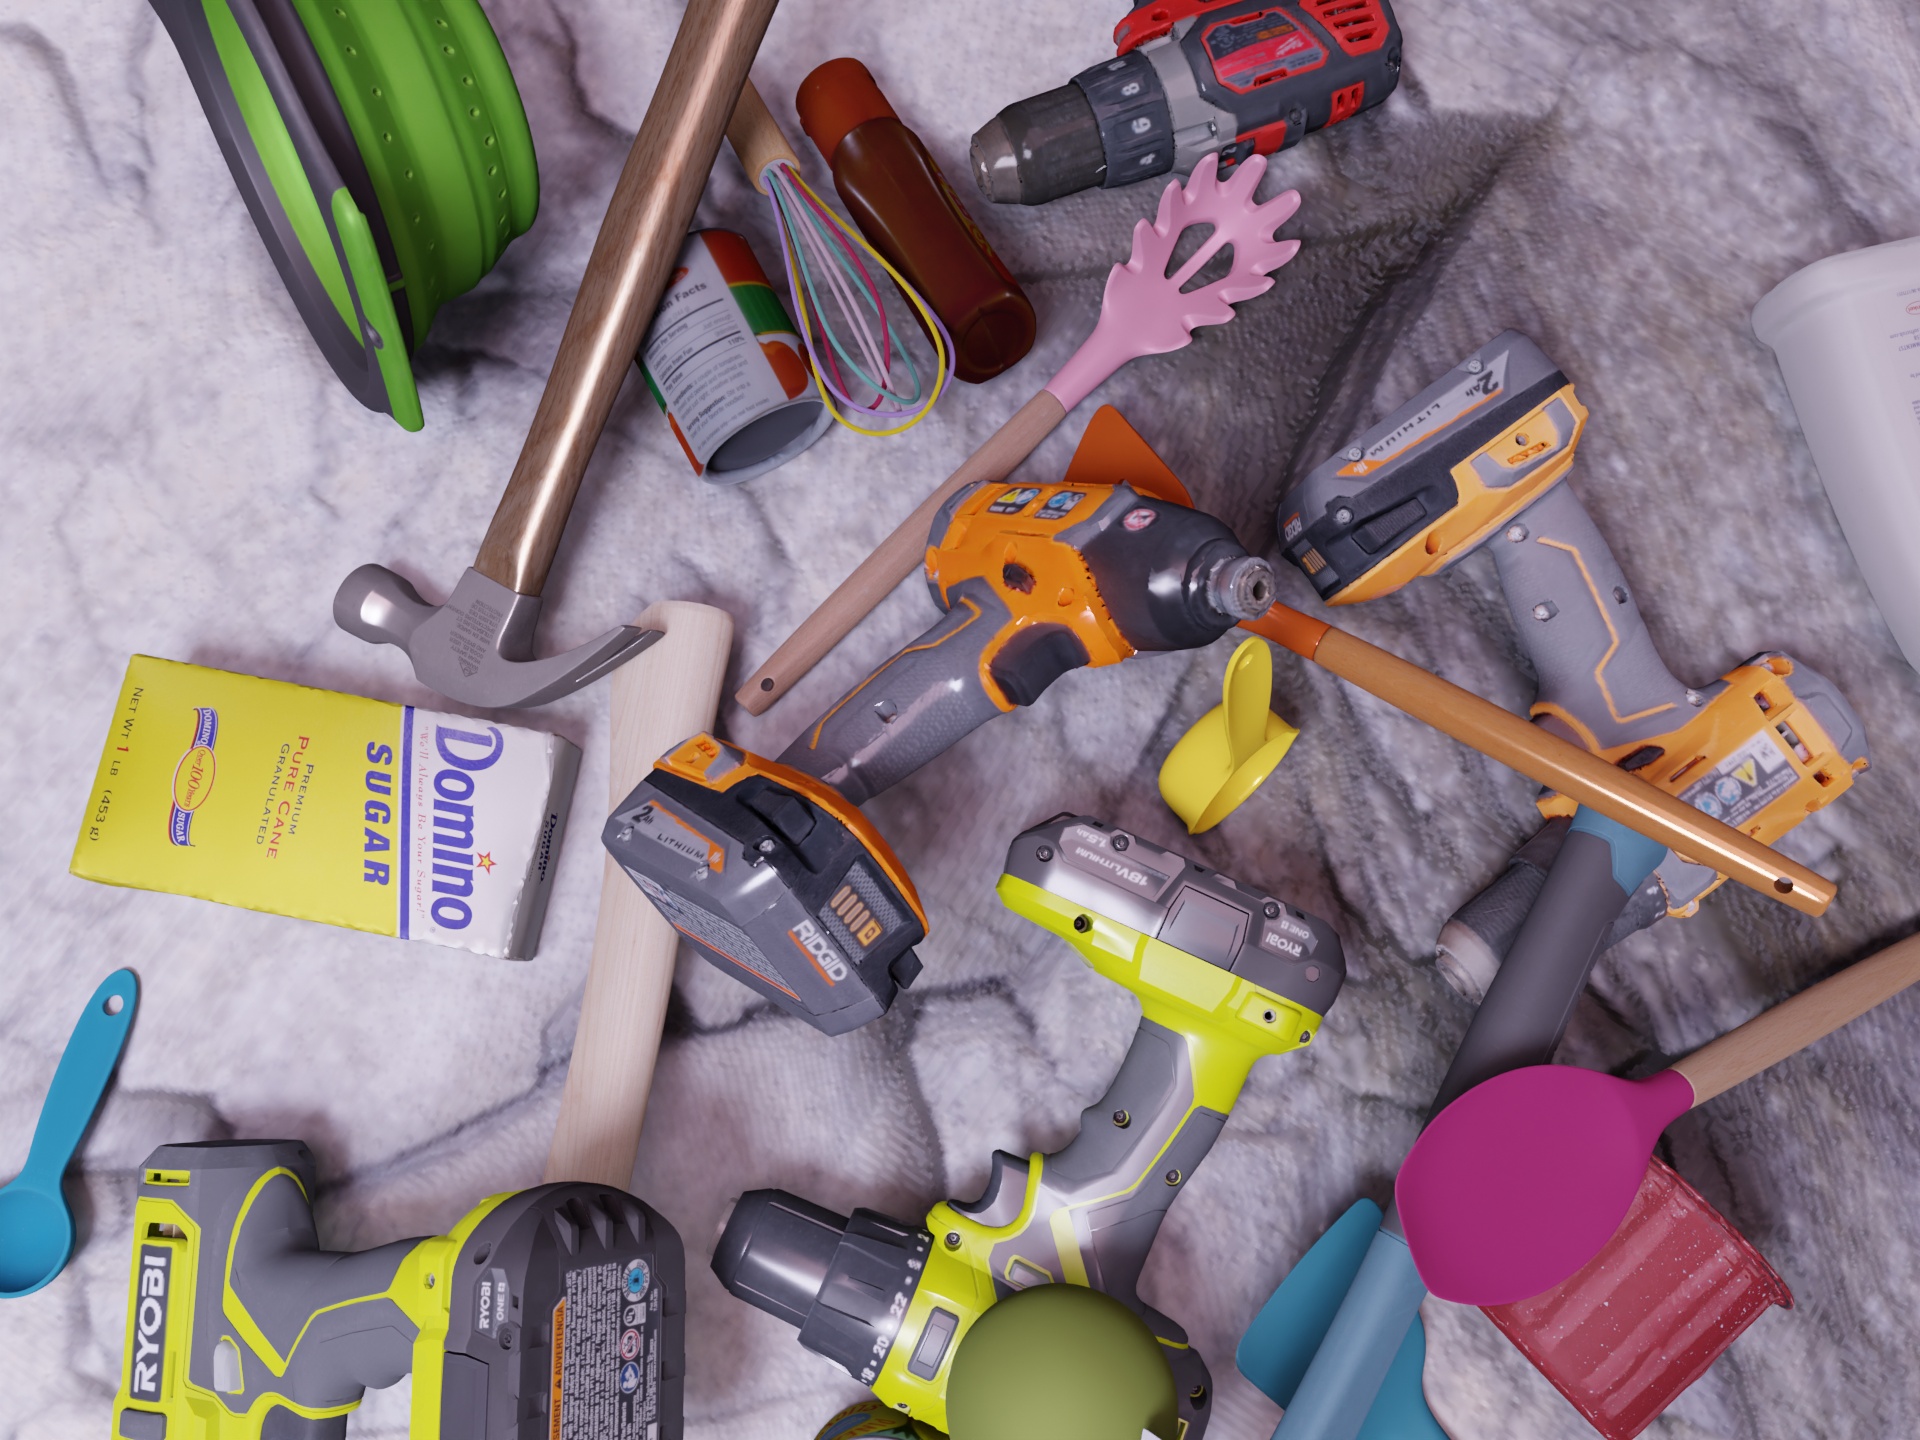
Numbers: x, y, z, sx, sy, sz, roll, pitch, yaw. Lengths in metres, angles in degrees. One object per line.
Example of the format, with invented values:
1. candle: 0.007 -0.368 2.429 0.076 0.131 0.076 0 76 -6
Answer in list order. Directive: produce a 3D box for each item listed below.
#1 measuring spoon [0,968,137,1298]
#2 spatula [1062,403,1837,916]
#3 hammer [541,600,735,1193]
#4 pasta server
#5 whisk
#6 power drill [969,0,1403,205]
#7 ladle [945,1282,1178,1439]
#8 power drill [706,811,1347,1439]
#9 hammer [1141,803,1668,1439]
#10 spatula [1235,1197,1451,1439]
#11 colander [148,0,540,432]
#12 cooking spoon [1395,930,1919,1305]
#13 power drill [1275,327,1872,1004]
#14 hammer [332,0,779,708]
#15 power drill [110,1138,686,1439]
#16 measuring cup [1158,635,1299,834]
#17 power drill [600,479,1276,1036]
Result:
1. measuring spoon: -0.353 0.163 0.633 0.042 0.021 0.129 13 71 3
2. spatula: 0.158 -0.019 0.585 0.323 0.041 0.081 31 114 24
3. hammer: -0.129 0.153 0.598 0.146 0.038 0.411 1 74 30
4. pasta server: 0.022 -0.117 0.669 0.060 0.040 0.316 45 84 -4
5. whisk: -0.071 -0.210 0.658 0.051 0.047 0.245 -3 54 -41
6. power drill: 0.068 -0.340 0.692 0.188 0.080 0.227 -20 83 -3
7. ladle: 0.044 0.349 0.550 0.078 0.062 0.320 -6 101 -6
8. power drill: 0.029 0.155 0.601 0.190 0.080 0.228 24 84 3
9. hammer: 0.161 0.168 0.545 0.128 0.033 0.331 40 75 -36
10. spatula: 0.226 0.322 0.586 0.082 0.044 0.317 -40 83 -23
11. colander: -0.273 -0.290 0.654 0.094 0.204 0.397 -27 62 -22
12. cooking spoon: 0.272 0.123 0.569 0.319 0.017 0.069 -16 86 -28
13. power drill: 0.219 -0.016 0.632 0.185 0.084 0.226 -36 86 -4
14. hammer: -0.134 -0.157 0.619 0.130 0.031 0.331 27 99 17
15. power drill: -0.205 0.236 0.549 0.223 0.080 0.171 -8 77 30
16. measuring cup: 0.097 -0.003 0.590 0.062 0.156 0.029 -42 68 -9
17. power drill: -0.001 -0.002 0.560 0.226 0.164 0.084 -45 121 -20
